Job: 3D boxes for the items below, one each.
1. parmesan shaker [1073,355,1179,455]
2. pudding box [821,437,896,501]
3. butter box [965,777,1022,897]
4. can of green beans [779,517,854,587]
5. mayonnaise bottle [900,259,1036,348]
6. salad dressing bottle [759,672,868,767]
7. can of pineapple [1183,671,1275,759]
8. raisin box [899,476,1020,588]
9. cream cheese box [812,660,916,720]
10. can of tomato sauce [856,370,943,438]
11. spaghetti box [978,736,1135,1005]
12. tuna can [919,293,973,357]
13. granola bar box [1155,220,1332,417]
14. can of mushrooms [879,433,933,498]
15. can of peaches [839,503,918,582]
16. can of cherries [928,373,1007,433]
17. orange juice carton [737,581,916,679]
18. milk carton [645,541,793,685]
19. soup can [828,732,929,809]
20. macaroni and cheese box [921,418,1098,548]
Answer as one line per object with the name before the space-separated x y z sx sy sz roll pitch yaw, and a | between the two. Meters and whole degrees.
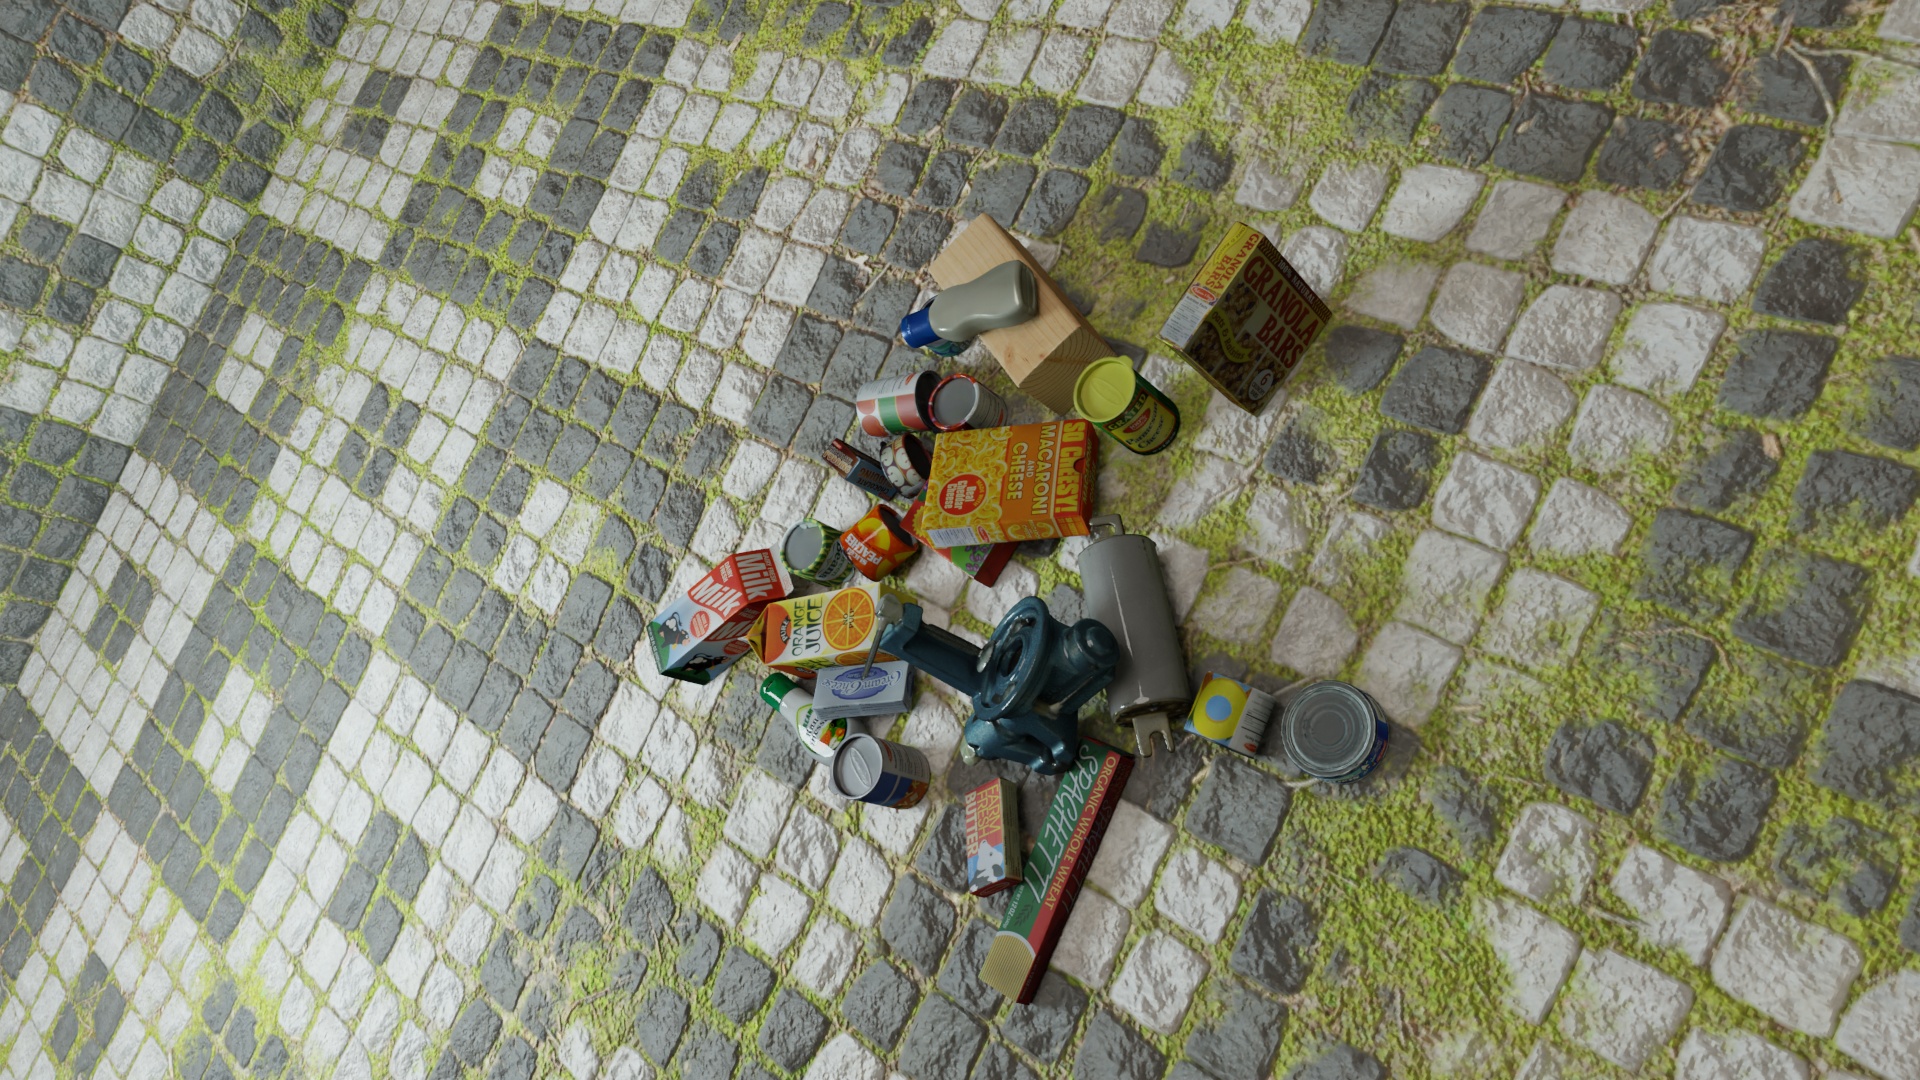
parmesan shaker | 0.166 -0.131 1.355 0.071 0.103 0.071 -12 67 31
pudding box | -0.108 -0.077 1.536 0.030 0.083 0.050 -53 52 7
butter box | 0.031 0.283 1.327 0.053 0.024 0.104 -34 44 37
can of green beans | -0.159 0.013 1.554 0.071 0.058 0.071 -12 67 31
mayonnaise bottle | 0.007 -0.236 1.428 0.148 0.041 0.065 -16 64 32
salad dressing bottle | -0.159 0.192 1.497 0.148 0.044 0.064 31 83 38
can of pineapple | 0.236 0.153 1.225 0.071 0.071 0.058 19 85 38
raisin box | 0.005 -0.018 1.465 0.123 0.040 0.086 34 94 37
cream cheese box | -0.101 0.157 1.457 0.104 0.024 0.054 -8 47 16
can of tomato sauce | -0.064 -0.149 1.545 0.083 0.071 0.071 -5 70 34
spaghetti box | 0.090 0.305 1.293 0.050 0.028 0.250 21 86 39
tuna can | -0.014 -0.241 1.564 0.071 0.033 0.071 -12 67 31
granola bar box | 0.262 -0.199 1.274 0.039 0.165 0.124 40 98 38
can of mushrooms | -0.057 -0.084 1.513 0.033 0.071 0.071 -28 59 23
can of peaches | -0.088 0.002 1.502 0.058 0.071 0.071 -39 56 16
can of cherries | 0.005 -0.140 1.497 0.071 0.058 0.072 -12 67 30
orange juice carton | -0.146 0.102 1.503 0.192 0.071 0.073 -12 66 31
milk carton | -0.265 0.082 1.587 0.190 0.073 0.072 -38 55 21
soup can | -0.083 0.236 1.403 0.071 0.083 0.071 -13 66 31
macaroni and cheese box | 0.051 -0.058 1.407 0.166 0.040 0.124 -5 55 19
